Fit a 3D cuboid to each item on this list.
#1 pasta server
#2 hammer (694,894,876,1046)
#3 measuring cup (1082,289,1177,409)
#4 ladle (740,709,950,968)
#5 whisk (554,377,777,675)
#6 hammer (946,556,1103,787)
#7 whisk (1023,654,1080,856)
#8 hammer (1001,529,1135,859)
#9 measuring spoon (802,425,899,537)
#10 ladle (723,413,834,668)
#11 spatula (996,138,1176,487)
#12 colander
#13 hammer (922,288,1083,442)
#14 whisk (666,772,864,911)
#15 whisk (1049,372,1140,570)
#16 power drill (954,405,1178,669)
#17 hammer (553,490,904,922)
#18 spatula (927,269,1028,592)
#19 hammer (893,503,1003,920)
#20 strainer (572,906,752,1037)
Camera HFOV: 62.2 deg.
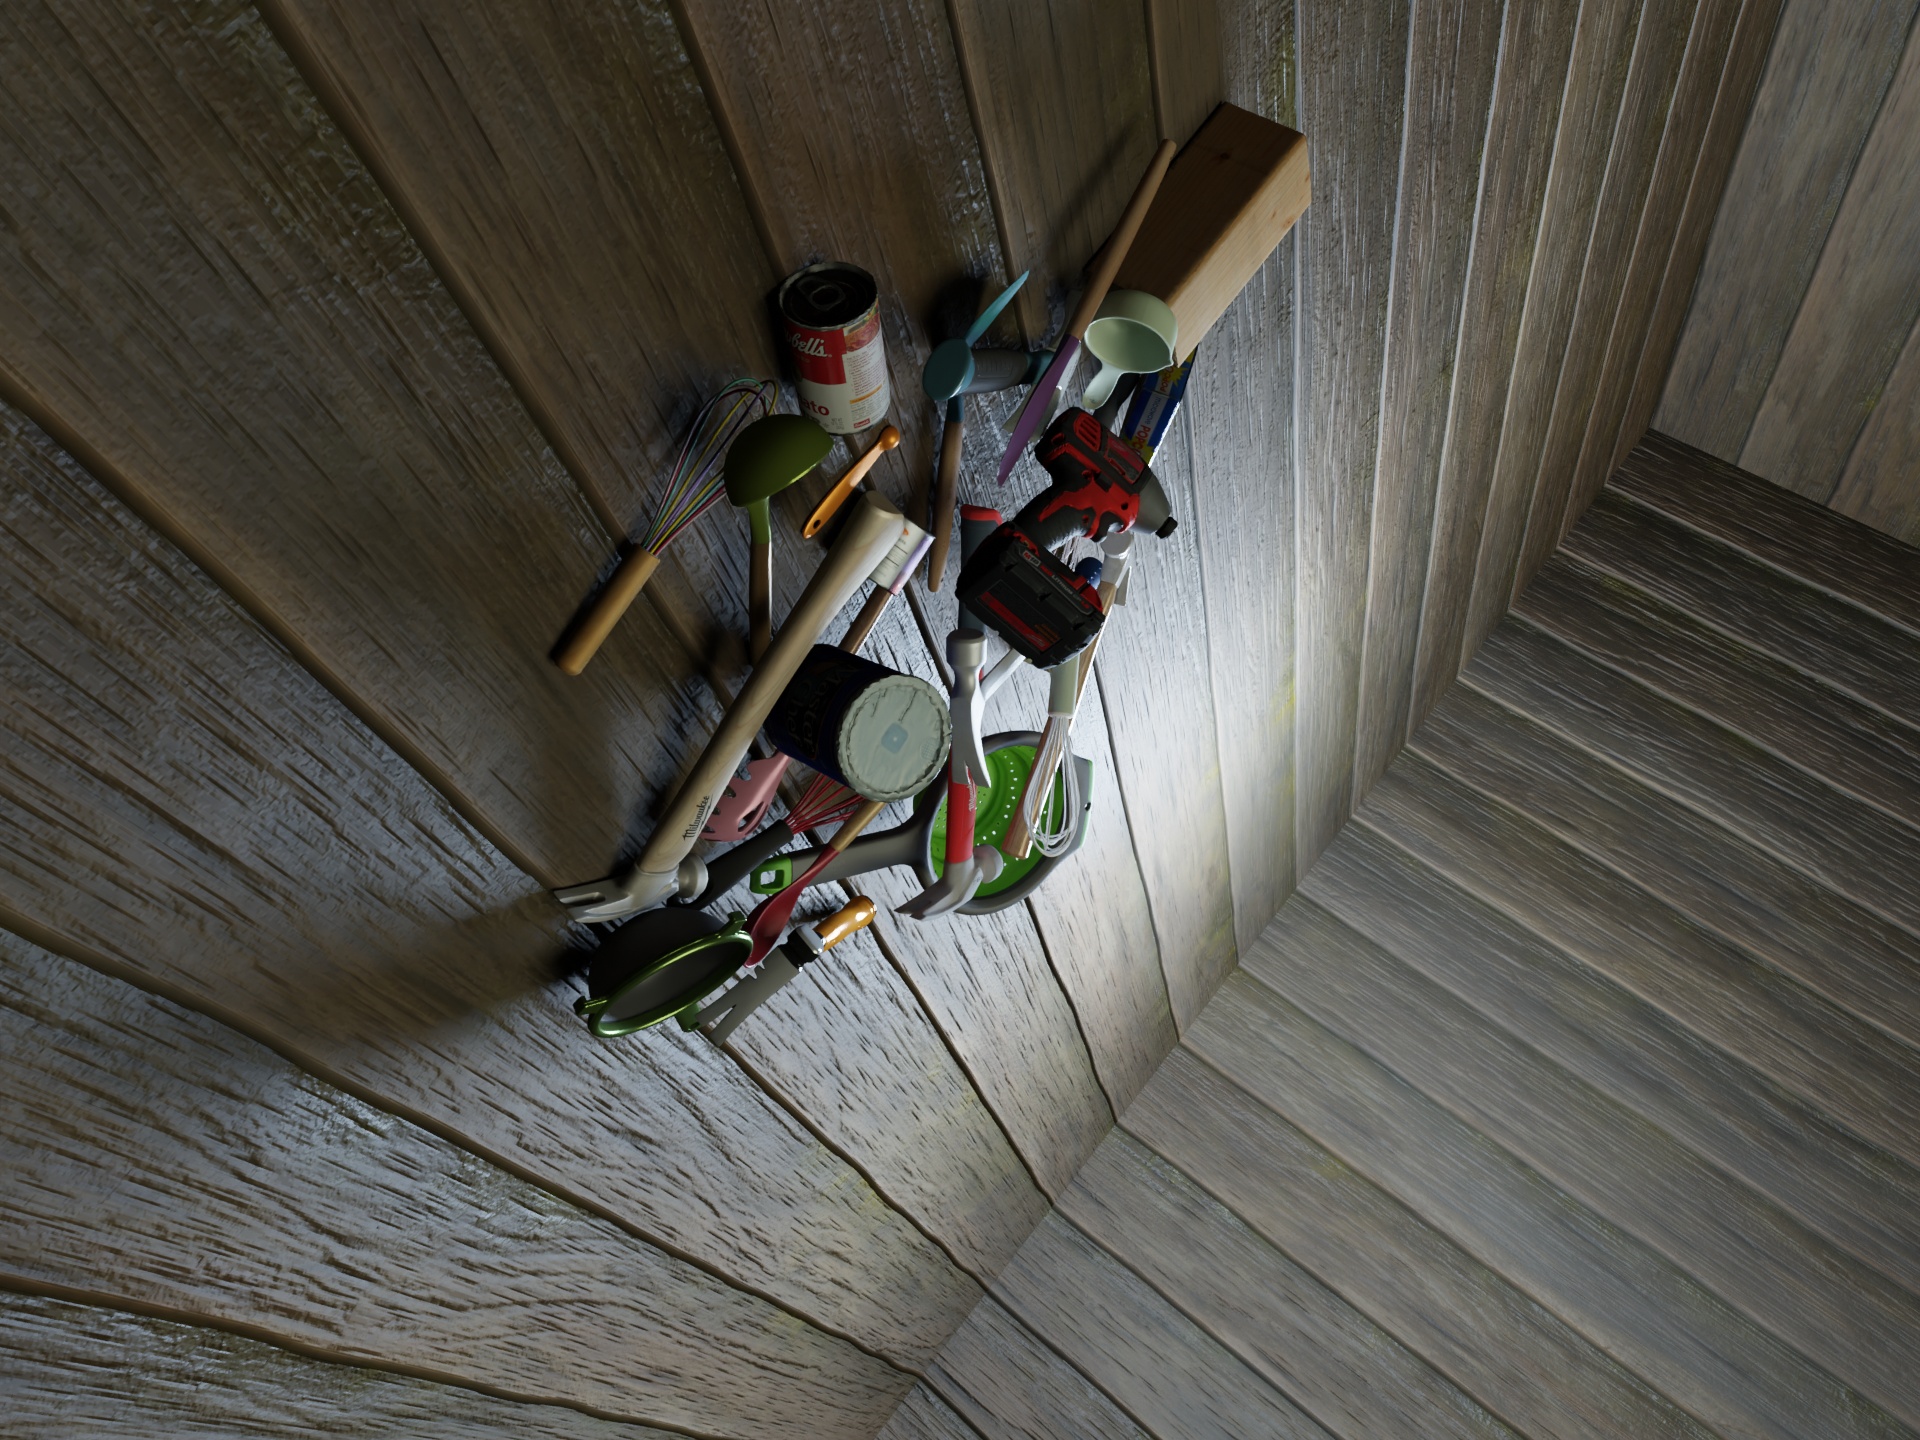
[{"bbox_3d":[-0.126,-0.026,1.362,0.316,0.040,0.060,-59,155,-4],"label":"pasta server"},{"bbox_3d":[-0.142,0.215,1.493,0.127,0.034,0.337,-42,175,10],"label":"hammer"},{"bbox_3d":[0.137,-0.318,1.377,0.167,0.083,0.038,129,-18,-73],"label":"measuring cup"},{"bbox_3d":[-0.095,0.094,1.416,0.315,0.031,0.069,-48,163,1],"label":"ladle"},{"bbox_3d":[-0.200,-0.133,1.084,0.245,0.047,0.051,-54,156,3],"label":"whisk"},{"bbox_3d":[0.067,-0.072,1.490,0.405,0.035,0.144,-47,141,-60],"label":"hammer"},{"bbox_3d":[0.093,0.003,1.469,0.059,0.058,0.246,13,80,-41],"label":"whisk"},{"bbox_3d":[0.106,-0.025,1.547,0.130,0.031,0.331,20,90,-79],"label":"hammer"},{"bbox_3d":[-0.085,-0.187,1.256,0.117,0.011,0.021,-51,154,-11],"label":"measuring spoon"},{"bbox_3d":[-0.135,-0.110,1.142,0.078,0.062,0.320,-43,165,-24],"label":"ladle"},{"bbox_3d":[0.100,-0.330,1.278,0.316,0.018,0.059,-63,171,-6],"label":"spatula"},{"bbox_3d":[-0.049,0.102,1.591,0.397,0.095,0.204,-11,118,-33],"label":"colander"},{"bbox_3d":[0.039,-0.277,1.245,0.128,0.033,0.331,-69,168,19],"label":"hammer"},{"bbox_3d":[-0.143,0.087,1.430,0.296,0.073,0.073,-35,148,-28],"label":"whisk"},{"bbox_3d":[0.109,-0.230,1.453,0.285,0.070,0.070,-65,158,-19],"label":"whisk"},{"bbox_3d":[0.099,-0.155,1.345,0.078,0.143,0.220,-36,-162,52],"label":"power drill"},{"bbox_3d":[-0.168,-0.003,1.210,0.146,0.038,0.410,-9,139,-57],"label":"hammer"},{"bbox_3d":[0.001,-0.226,1.325,0.082,0.044,0.317,-53,160,-42],"label":"spatula"},{"bbox_3d":[-0.002,-0.005,1.461,0.143,0.038,0.386,-26,126,-52],"label":"hammer"},{"bbox_3d":[-0.256,0.217,1.378,0.151,0.069,0.256,-29,162,-14],"label":"strainer"}]
